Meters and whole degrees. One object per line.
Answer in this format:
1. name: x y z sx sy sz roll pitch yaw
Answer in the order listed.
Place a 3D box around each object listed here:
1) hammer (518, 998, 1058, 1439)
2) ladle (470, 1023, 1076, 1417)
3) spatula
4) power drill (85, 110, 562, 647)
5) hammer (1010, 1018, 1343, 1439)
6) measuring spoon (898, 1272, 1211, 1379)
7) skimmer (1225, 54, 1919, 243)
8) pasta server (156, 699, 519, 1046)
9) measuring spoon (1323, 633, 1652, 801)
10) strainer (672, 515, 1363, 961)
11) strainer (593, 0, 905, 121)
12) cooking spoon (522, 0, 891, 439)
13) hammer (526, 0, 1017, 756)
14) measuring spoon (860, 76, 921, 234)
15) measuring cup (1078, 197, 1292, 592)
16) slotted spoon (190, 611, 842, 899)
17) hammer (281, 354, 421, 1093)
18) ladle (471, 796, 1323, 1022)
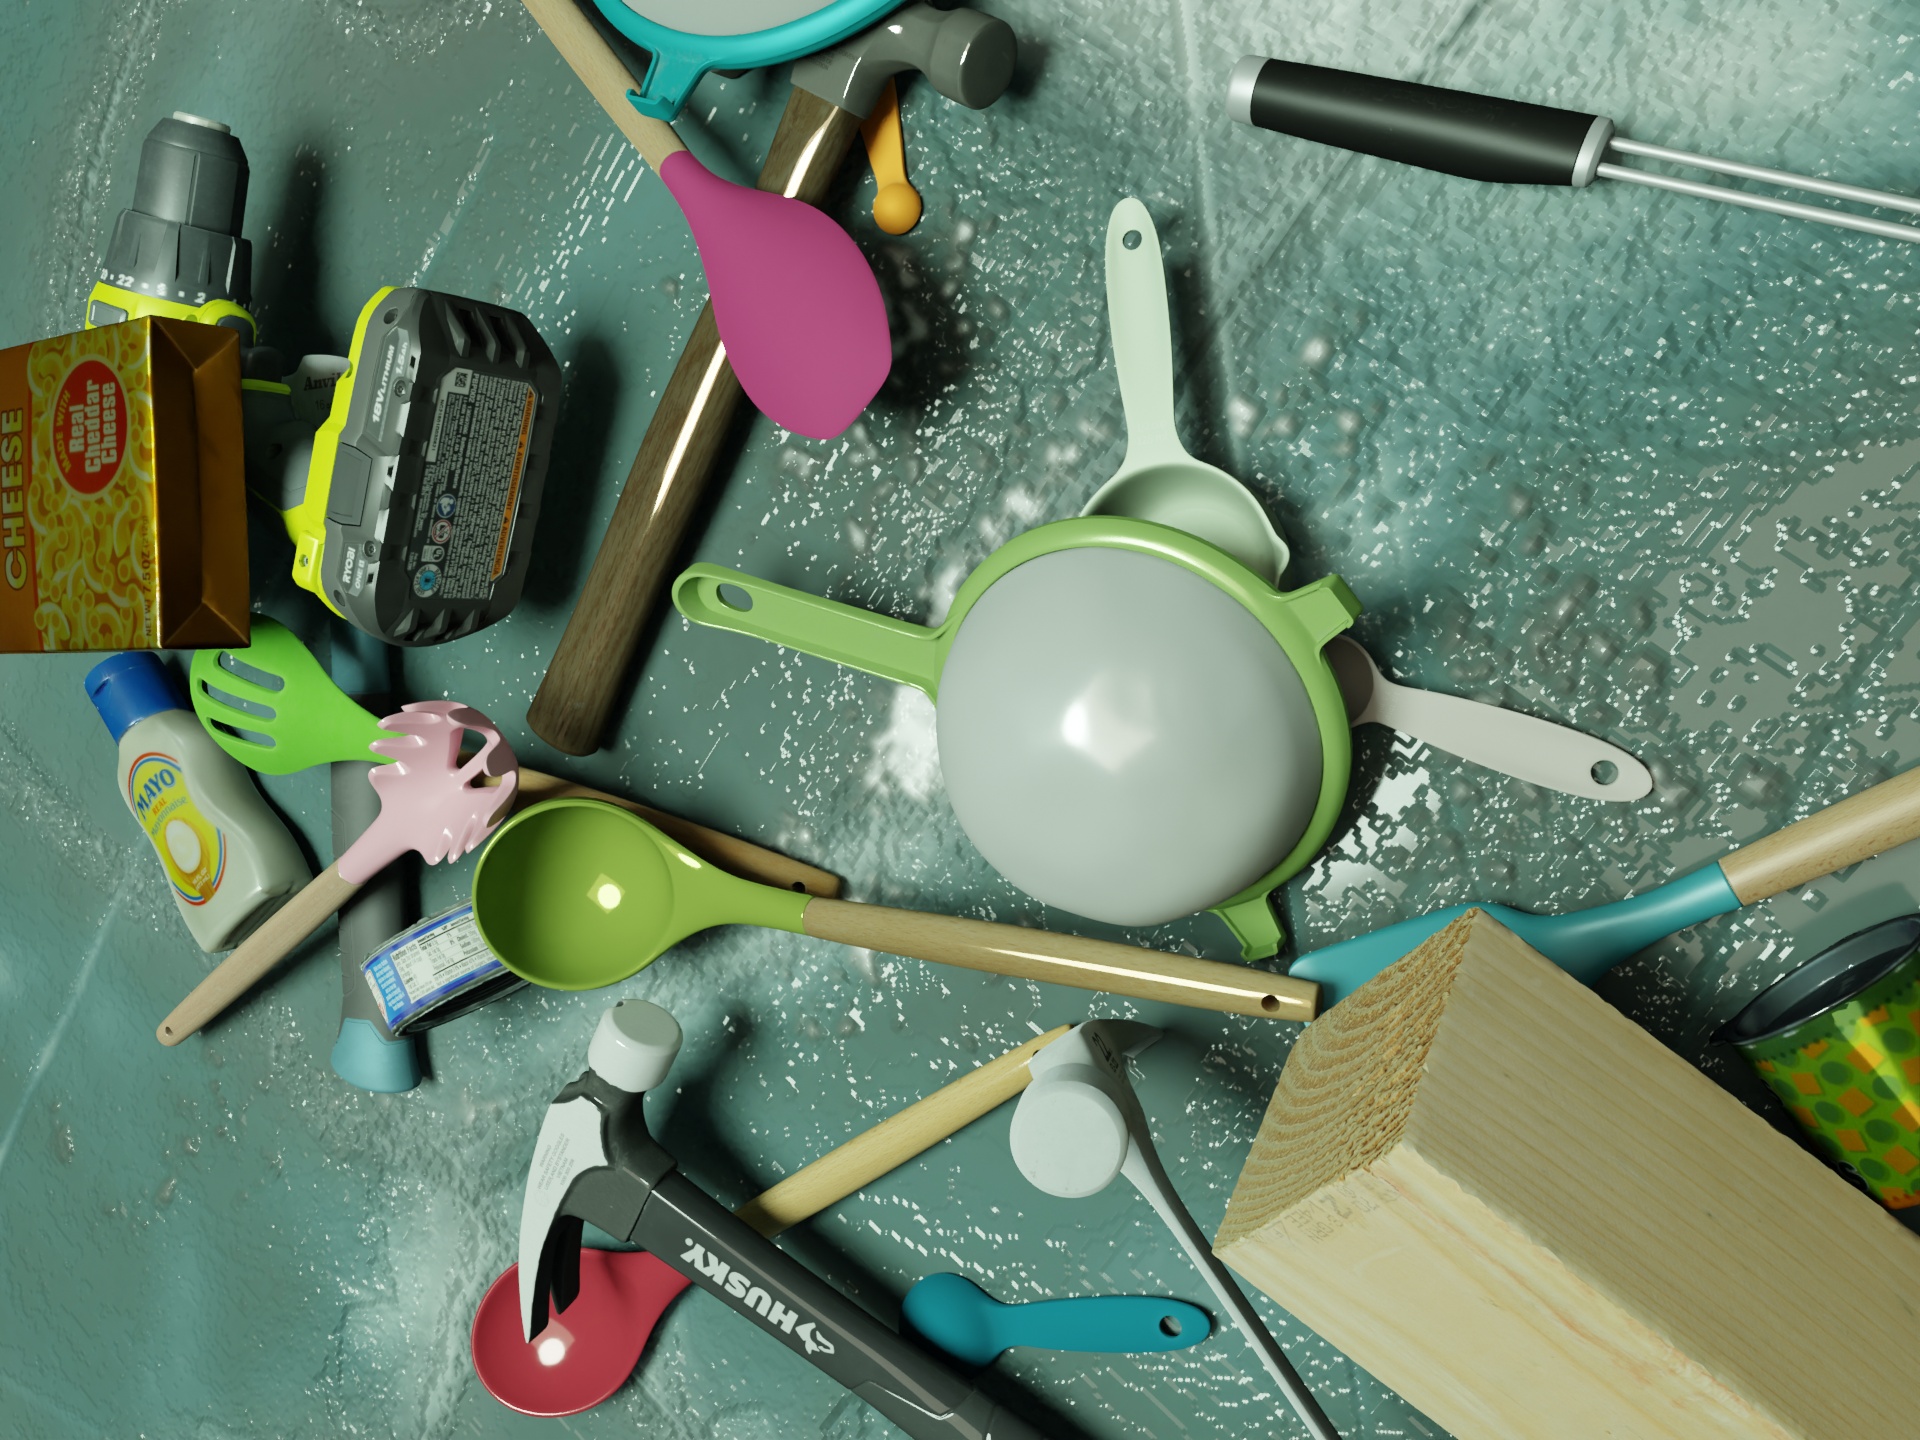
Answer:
1. hammer: -0.023 0.250 0.591 0.335 0.035 0.146 31 111 12
2. ladle: -0.079 0.199 0.643 0.315 0.031 0.069 -34 83 20
3. spatula: 0.255 0.041 0.471 0.317 0.044 0.082 -31 82 22
4. power drill: -0.277 -0.139 0.654 0.229 0.080 0.190 21 103 27
5. hammer: 0.147 0.267 0.504 0.035 0.144 0.405 -35 87 9
6. measuring spoon: 0.030 0.229 0.594 0.128 0.021 0.042 -12 87 27
7. skimmer: 0.241 -0.169 0.443 0.363 0.090 0.127 22 69 25
8. pasta server: -0.280 0.079 0.684 0.316 0.040 0.060 -35 90 33
9. measuring spoon: 0.166 0.001 0.529 0.124 0.018 0.034 20 100 16
10. strainer: -0.001 -0.002 0.539 0.256 0.069 0.151 18 126 19
11. strainer: -0.023 -0.373 0.532 0.340 0.095 0.211 -25 69 21
12. cooking spoon: -0.122 -0.229 0.611 0.068 0.017 0.319 -46 66 24
13. hammer: -0.101 -0.135 0.628 0.130 0.031 0.331 36 109 28
14. measuring spoon: -0.036 -0.244 0.610 0.021 0.011 0.117 -13 87 25
15. measuring cup: 0.072 -0.096 0.554 0.083 0.038 0.167 -7 87 25
16. slotted spoon: -0.195 0.023 0.661 0.314 0.031 0.070 17 107 12
17. hammer: -0.271 0.002 0.719 0.128 0.033 0.331 -1 92 26
18. ladle: -0.035 0.077 0.560 0.320 0.062 0.078 6 107 26
